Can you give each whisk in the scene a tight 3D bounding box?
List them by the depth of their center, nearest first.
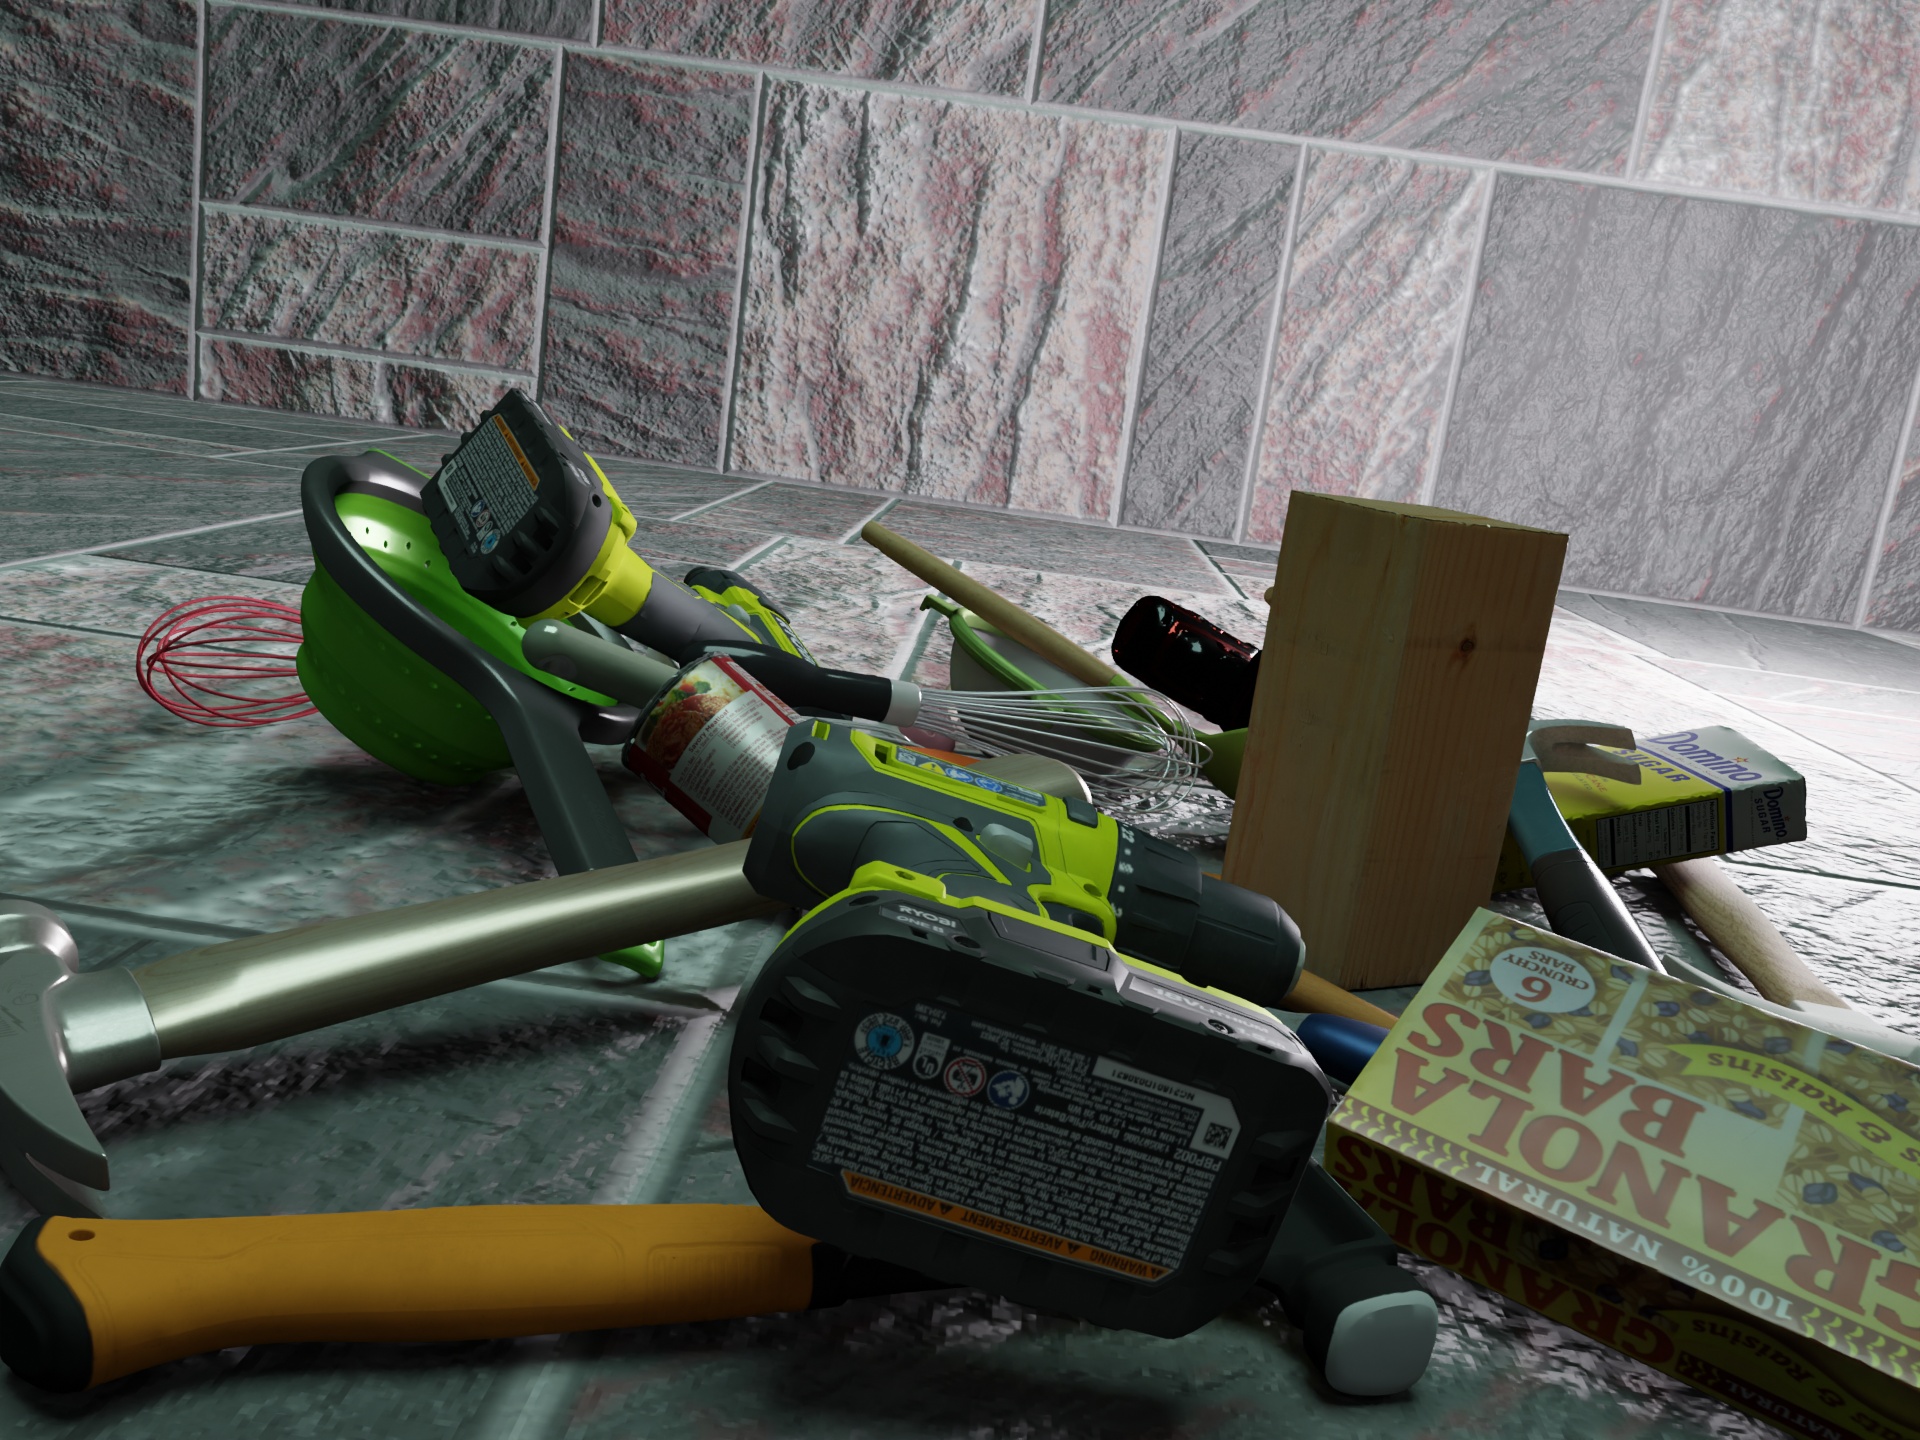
[{"bbox_3d":[-0.105,0.001,0.793,0.246,0.059,0.058,23,-41,-35],"label":"whisk"},{"bbox_3d":[-0.002,-0.002,0.795,0.284,0.070,0.070,11,11,-21],"label":"whisk"},{"bbox_3d":[-0.337,-0.034,0.935,0.073,0.073,0.295,16,10,33],"label":"whisk"}]

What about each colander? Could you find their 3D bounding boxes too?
[{"bbox_3d":[-0.229,0.010,0.745,0.204,0.094,0.398,32,13,-41],"label":"colander"}]

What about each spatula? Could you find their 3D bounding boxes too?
[{"bbox_3d":[0.086,0.079,0.720,0.081,0.041,0.323,12,8,-43],"label":"spatula"}]

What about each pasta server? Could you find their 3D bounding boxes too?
[{"bbox_3d":[-0.017,-0.005,1.042,0.040,0.060,0.316,44,10,-4],"label":"pasta server"}]

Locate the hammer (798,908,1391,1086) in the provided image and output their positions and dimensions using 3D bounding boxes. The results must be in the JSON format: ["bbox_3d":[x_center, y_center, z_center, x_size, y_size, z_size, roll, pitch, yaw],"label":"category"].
[{"bbox_3d":[0.115,0.115,0.589,0.406,0.035,0.144,16,15,33],"label":"hammer"}]

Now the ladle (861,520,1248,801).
[{"bbox_3d":[0.073,-0.044,0.912,0.320,0.062,0.078,34,-1,22],"label":"ladle"}]

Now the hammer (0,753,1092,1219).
[{"bbox_3d":[-0.106,0.067,0.552,0.410,0.038,0.146,-11,26,-38],"label":"hammer"}]

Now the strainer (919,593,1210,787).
[{"bbox_3d":[0.083,0.011,0.996,0.256,0.069,0.152,21,17,-40],"label":"strainer"}]

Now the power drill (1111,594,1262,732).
[{"bbox_3d":[0.214,-0.004,1.035,0.187,0.080,0.227,27,6,-21],"label":"power drill"}]

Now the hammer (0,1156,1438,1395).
[{"bbox_3d":[-0.053,0.134,0.410,0.336,0.034,0.127,3,14,-18],"label":"hammer"}]

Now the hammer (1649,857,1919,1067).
[{"bbox_3d":[0.390,0.109,0.793,0.130,0.031,0.331,10,12,9],"label":"hammer"}]

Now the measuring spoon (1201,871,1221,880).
[{"bbox_3d":[0.137,0.079,0.814,0.117,0.011,0.021,10,13,12],"label":"measuring spoon"}]

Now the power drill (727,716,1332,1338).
[{"bbox_3d":[0.026,0.073,0.461,0.190,0.080,0.228,19,11,-5],"label":"power drill"}]

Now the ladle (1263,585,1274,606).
[{"bbox_3d":[0.292,-0.013,1.031,0.315,0.031,0.069,30,-12,-37],"label":"ladle"}]

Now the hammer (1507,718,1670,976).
[{"bbox_3d":[0.282,0.076,0.741,0.128,0.033,0.331,-15,20,11],"label":"hammer"}]

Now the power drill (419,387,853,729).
[{"bbox_3d":[-0.168,-0.072,0.846,0.223,0.080,0.171,37,10,-46],"label":"power drill"}]

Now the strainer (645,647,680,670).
[{"bbox_3d":[-0.152,-0.002,0.942,0.086,0.050,0.259,50,-1,-27],"label":"strainer"}]
